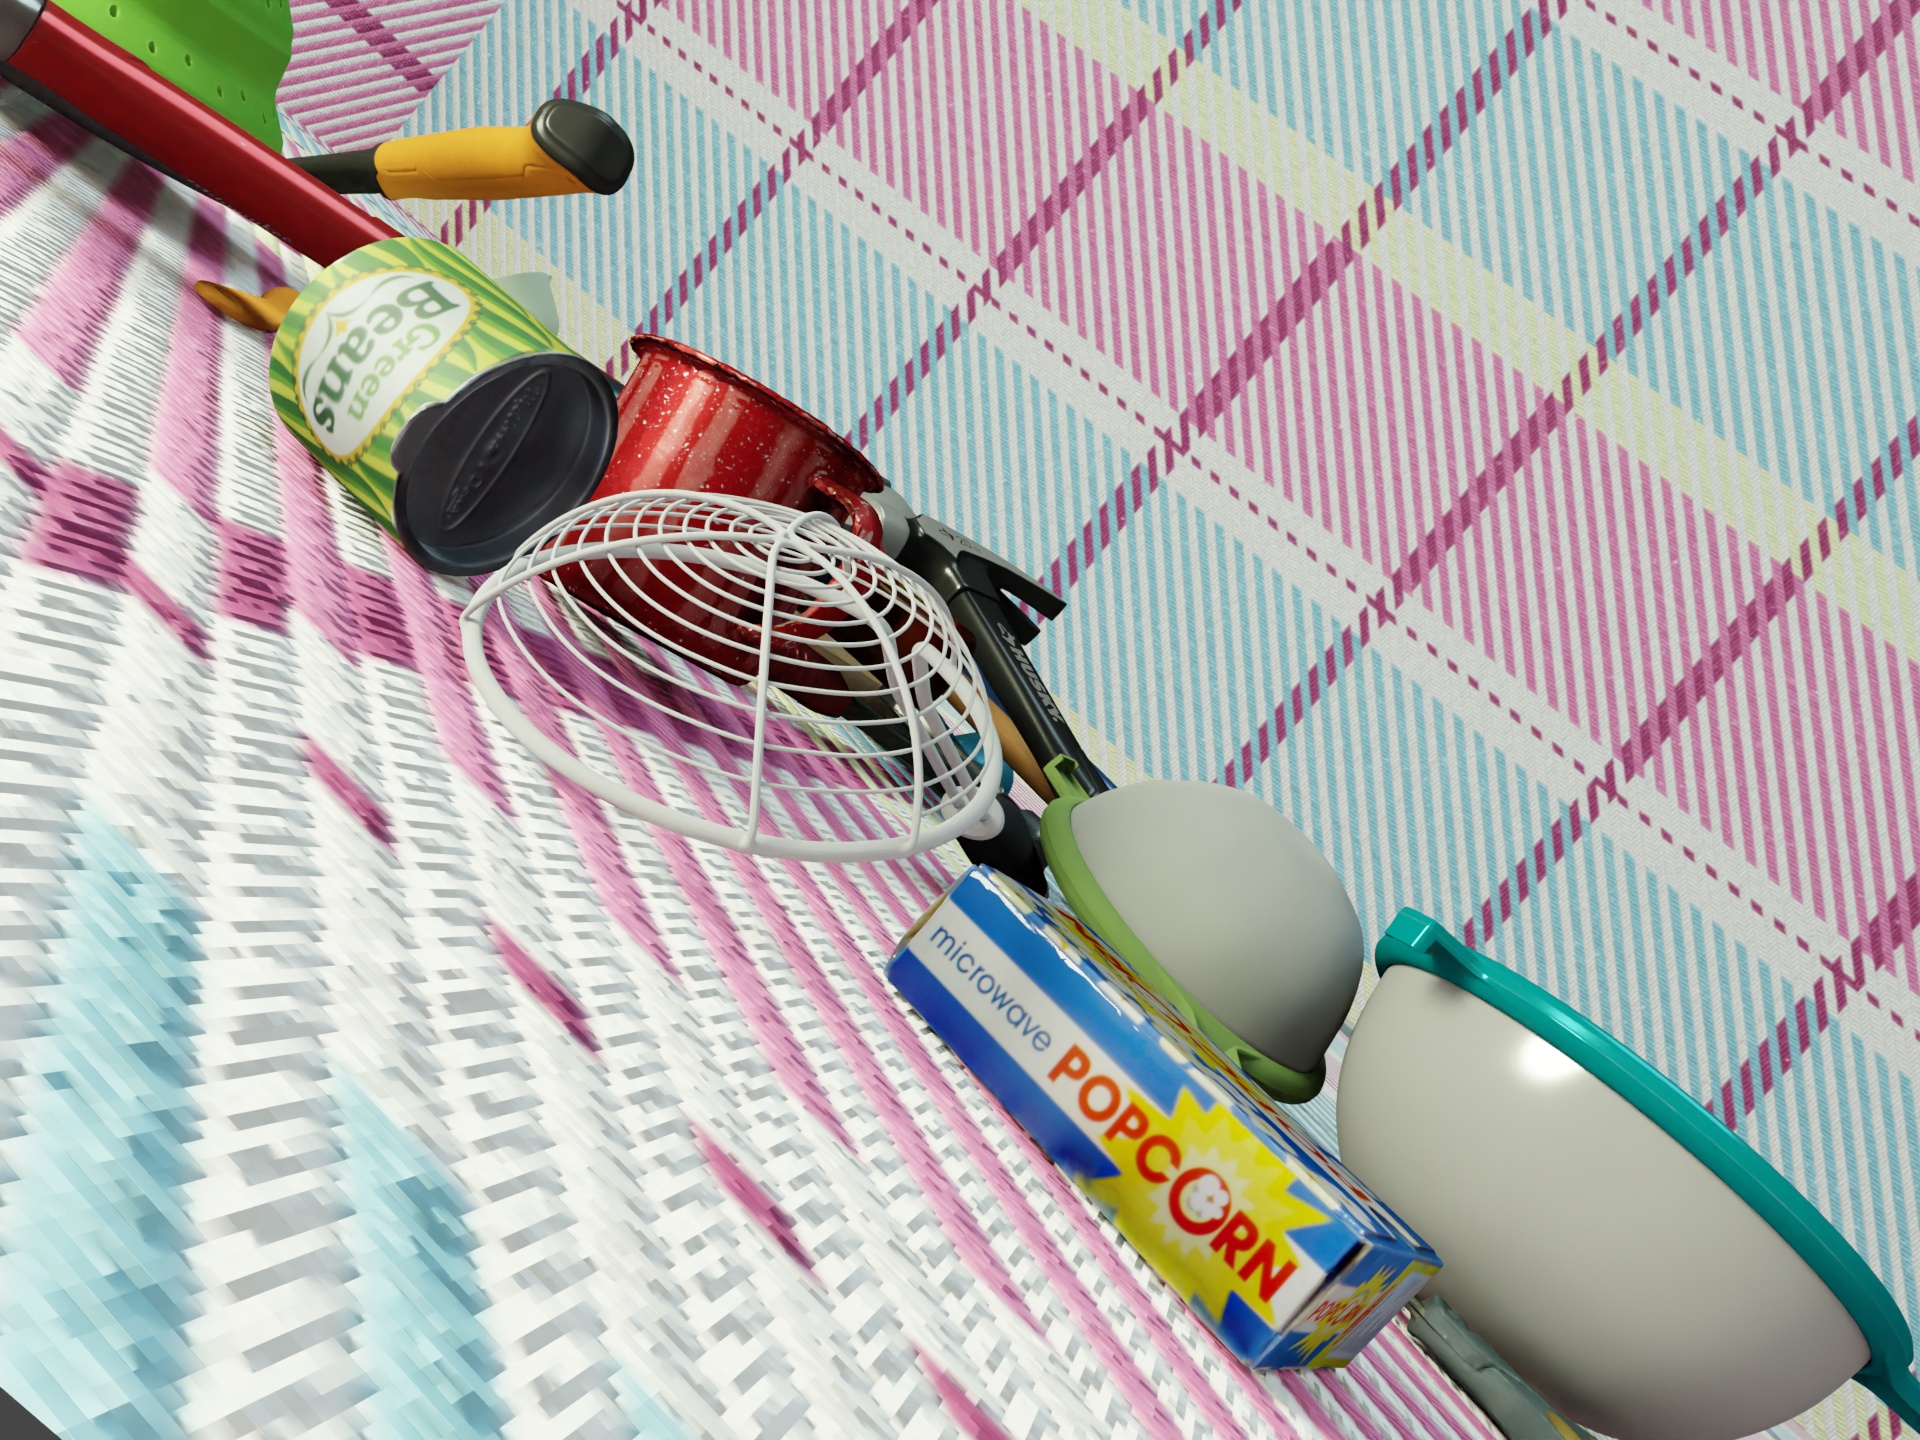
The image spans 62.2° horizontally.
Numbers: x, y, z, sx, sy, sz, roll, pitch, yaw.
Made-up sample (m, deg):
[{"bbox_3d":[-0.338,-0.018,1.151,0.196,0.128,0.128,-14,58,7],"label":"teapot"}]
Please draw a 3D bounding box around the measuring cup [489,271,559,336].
[{"bbox_3d":[-0.264,-0.203,0.856,0.168,0.083,0.038,3,-68,64],"label":"measuring cup"}]

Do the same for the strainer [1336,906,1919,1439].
[{"bbox_3d":[0.247,0.217,0.531,0.341,0.095,0.210,43,-7,24],"label":"strainer"}]

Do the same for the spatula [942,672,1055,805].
[{"bbox_3d":[-0.001,-0.003,0.811,0.322,0.041,0.081,45,1,3],"label":"spatula"}]

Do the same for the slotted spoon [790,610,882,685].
[{"bbox_3d":[-0.114,-0.067,0.966,0.070,0.031,0.313,38,-1,31],"label":"slotted spoon"}]

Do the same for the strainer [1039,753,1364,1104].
[{"bbox_3d":[0.103,0.083,0.562,0.151,0.069,0.256,42,14,-9],"label":"strainer"}]

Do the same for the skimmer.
[{"bbox_3d":[-0.025,0.033,0.489,0.127,0.090,0.363,34,-10,20],"label":"skimmer"}]

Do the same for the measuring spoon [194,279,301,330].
[{"bbox_3d":[-0.239,-0.144,0.542,0.021,0.011,0.117,40,2,-16],"label":"measuring spoon"}]

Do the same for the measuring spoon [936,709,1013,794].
[{"bbox_3d":[0.001,0.004,0.903,0.042,0.021,0.128,42,-6,37],"label":"measuring spoon"}]

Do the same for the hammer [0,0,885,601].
[{"bbox_3d":[-0.159,-0.132,0.535,0.385,0.038,0.143,31,-3,-40],"label":"hammer"}]

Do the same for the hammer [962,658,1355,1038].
[{"bbox_3d":[0.129,0.089,0.875,0.405,0.035,0.144,43,-8,-2],"label":"hammer"}]

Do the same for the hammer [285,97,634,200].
[{"bbox_3d":[-0.264,-0.265,0.782,0.337,0.034,0.127,15,-17,42],"label":"hammer"}]

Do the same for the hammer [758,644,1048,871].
[{"bbox_3d":[-0.077,-0.028,0.694,0.149,0.037,0.358,42,2,34],"label":"hammer"}]

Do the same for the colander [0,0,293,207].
[{"bbox_3d":[-0.269,-0.254,0.640,0.205,0.094,0.396,41,8,39],"label":"colander"}]

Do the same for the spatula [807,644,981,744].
[{"bbox_3d":[-0.052,-0.023,0.901,0.082,0.044,0.317,-8,-23,29],"label":"spatula"}]

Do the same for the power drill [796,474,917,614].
[{"bbox_3d":[-0.088,-0.114,0.942,0.143,0.078,0.220,30,-7,-11],"label":"power drill"}]

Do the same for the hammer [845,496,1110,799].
[{"bbox_3d":[0.057,0.029,0.753,0.146,0.035,0.335,19,34,-48],"label":"hammer"}]
